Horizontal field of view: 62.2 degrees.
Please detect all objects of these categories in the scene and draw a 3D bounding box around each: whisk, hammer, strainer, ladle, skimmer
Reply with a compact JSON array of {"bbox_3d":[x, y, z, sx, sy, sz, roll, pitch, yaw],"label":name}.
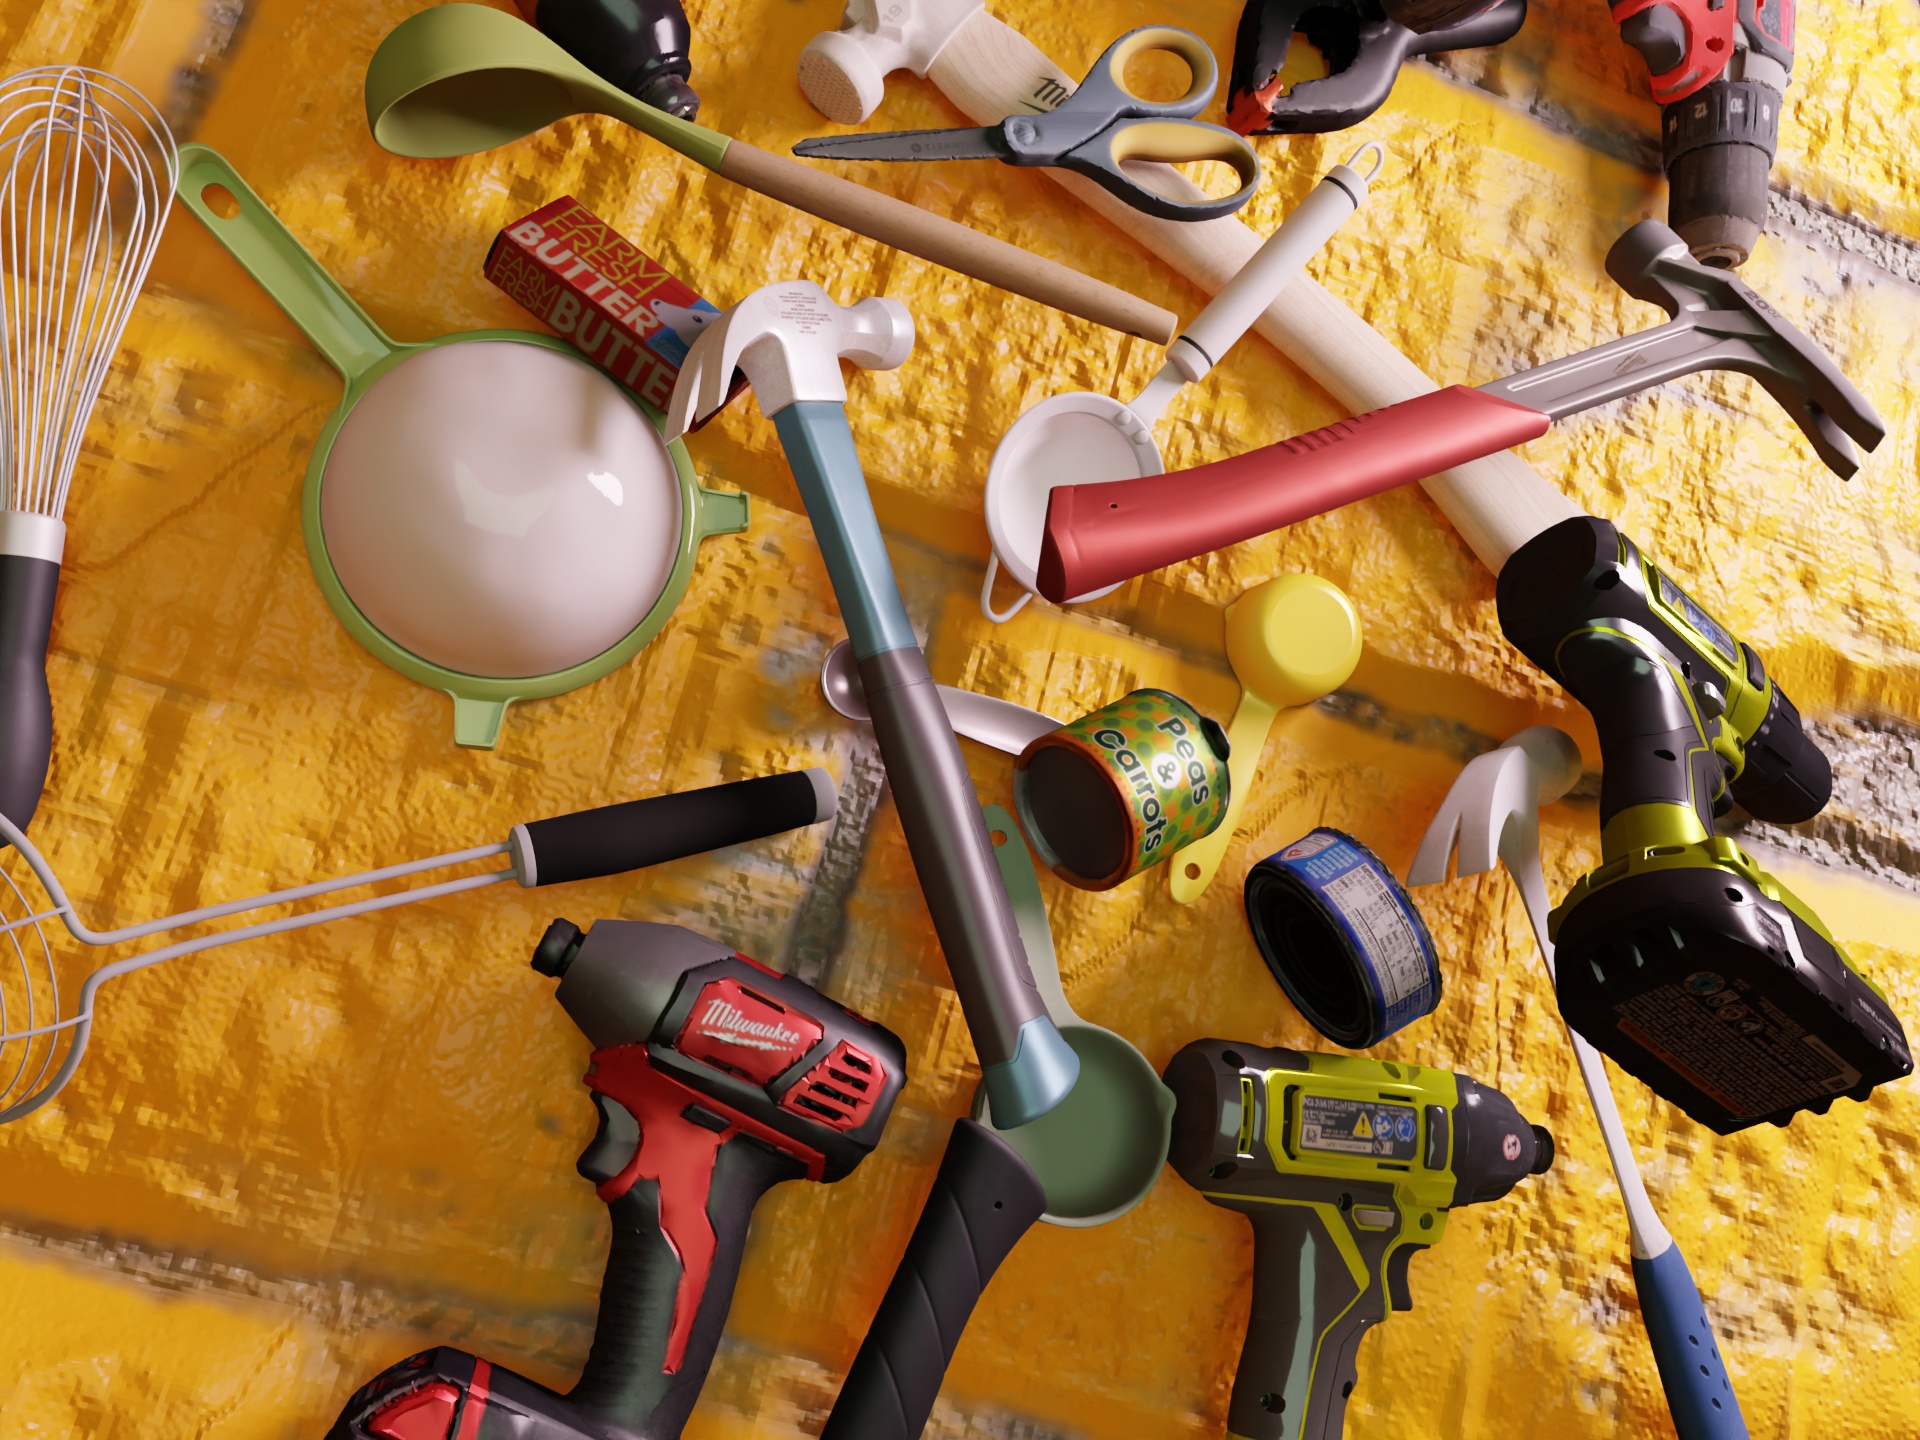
[{"bbox_3d":[-0.327,-0.096,0.567,0.070,0.070,0.285,5,85,-13],"label":"whisk"},{"bbox_3d":[0.131,-0.206,0.710,0.410,0.038,0.146,38,73,-6],"label":"hammer"},{"bbox_3d":[0.197,-0.111,0.652,0.359,0.036,0.149,-20,60,-17],"label":"hammer"},{"bbox_3d":[-0.022,-0.012,0.602,0.128,0.033,0.331,-11,80,-49],"label":"hammer"},{"bbox_3d":[0.278,0.208,0.654,0.144,0.035,0.405,-18,90,-52],"label":"hammer"},{"bbox_3d":[-0.075,0.329,0.537,0.149,0.036,0.409,30,79,-20],"label":"hammer"},{"bbox_3d":[-0.206,-0.125,0.593,0.151,0.069,0.256,-43,94,-17],"label":"strainer"},{"bbox_3d":[0.089,-0.143,0.662,0.258,0.050,0.086,-48,119,-1],"label":"strainer"},{"bbox_3d":[-0.070,-0.197,0.616,0.320,0.078,0.062,20,89,-5],"label":"ladle"},{"bbox_3d":[-0.226,0.054,0.575,0.363,0.090,0.127,-11,107,-26],"label":"skimmer"}]

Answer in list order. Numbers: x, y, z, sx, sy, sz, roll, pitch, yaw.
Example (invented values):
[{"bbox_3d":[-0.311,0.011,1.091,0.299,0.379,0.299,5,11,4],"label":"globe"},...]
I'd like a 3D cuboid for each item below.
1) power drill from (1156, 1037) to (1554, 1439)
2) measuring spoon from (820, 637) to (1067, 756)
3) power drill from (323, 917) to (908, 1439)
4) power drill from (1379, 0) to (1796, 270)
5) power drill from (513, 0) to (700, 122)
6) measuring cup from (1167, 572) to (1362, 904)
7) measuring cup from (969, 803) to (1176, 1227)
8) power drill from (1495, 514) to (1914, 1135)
[{"bbox_3d":[0.158,0.245,0.619,0.171,0.080,0.223,11,75,-19],"label":"power drill"},{"bbox_3d":[-0.001,-0.002,0.656,0.124,0.018,0.034,19,77,-17],"label":"measuring spoon"},{"bbox_3d":[-0.125,0.181,0.561,0.143,0.078,0.220,29,72,-8],"label":"power drill"},{"bbox_3d":[0.302,-0.324,0.733,0.226,0.080,0.188,14,77,-29],"label":"power drill"},{"bbox_3d":[-0.086,-0.352,0.643,0.226,0.084,0.164,-32,90,-3],"label":"power drill"},{"bbox_3d":[0.126,0.007,0.674,0.062,0.029,0.156,28,74,-8],"label":"measuring cup"},{"bbox_3d":[0.030,0.116,0.633,0.083,0.038,0.168,-10,72,-13],"label":"measuring cup"},{"bbox_3d":[0.304,0.043,0.644,0.190,0.080,0.229,35,42,-21],"label":"power drill"}]
